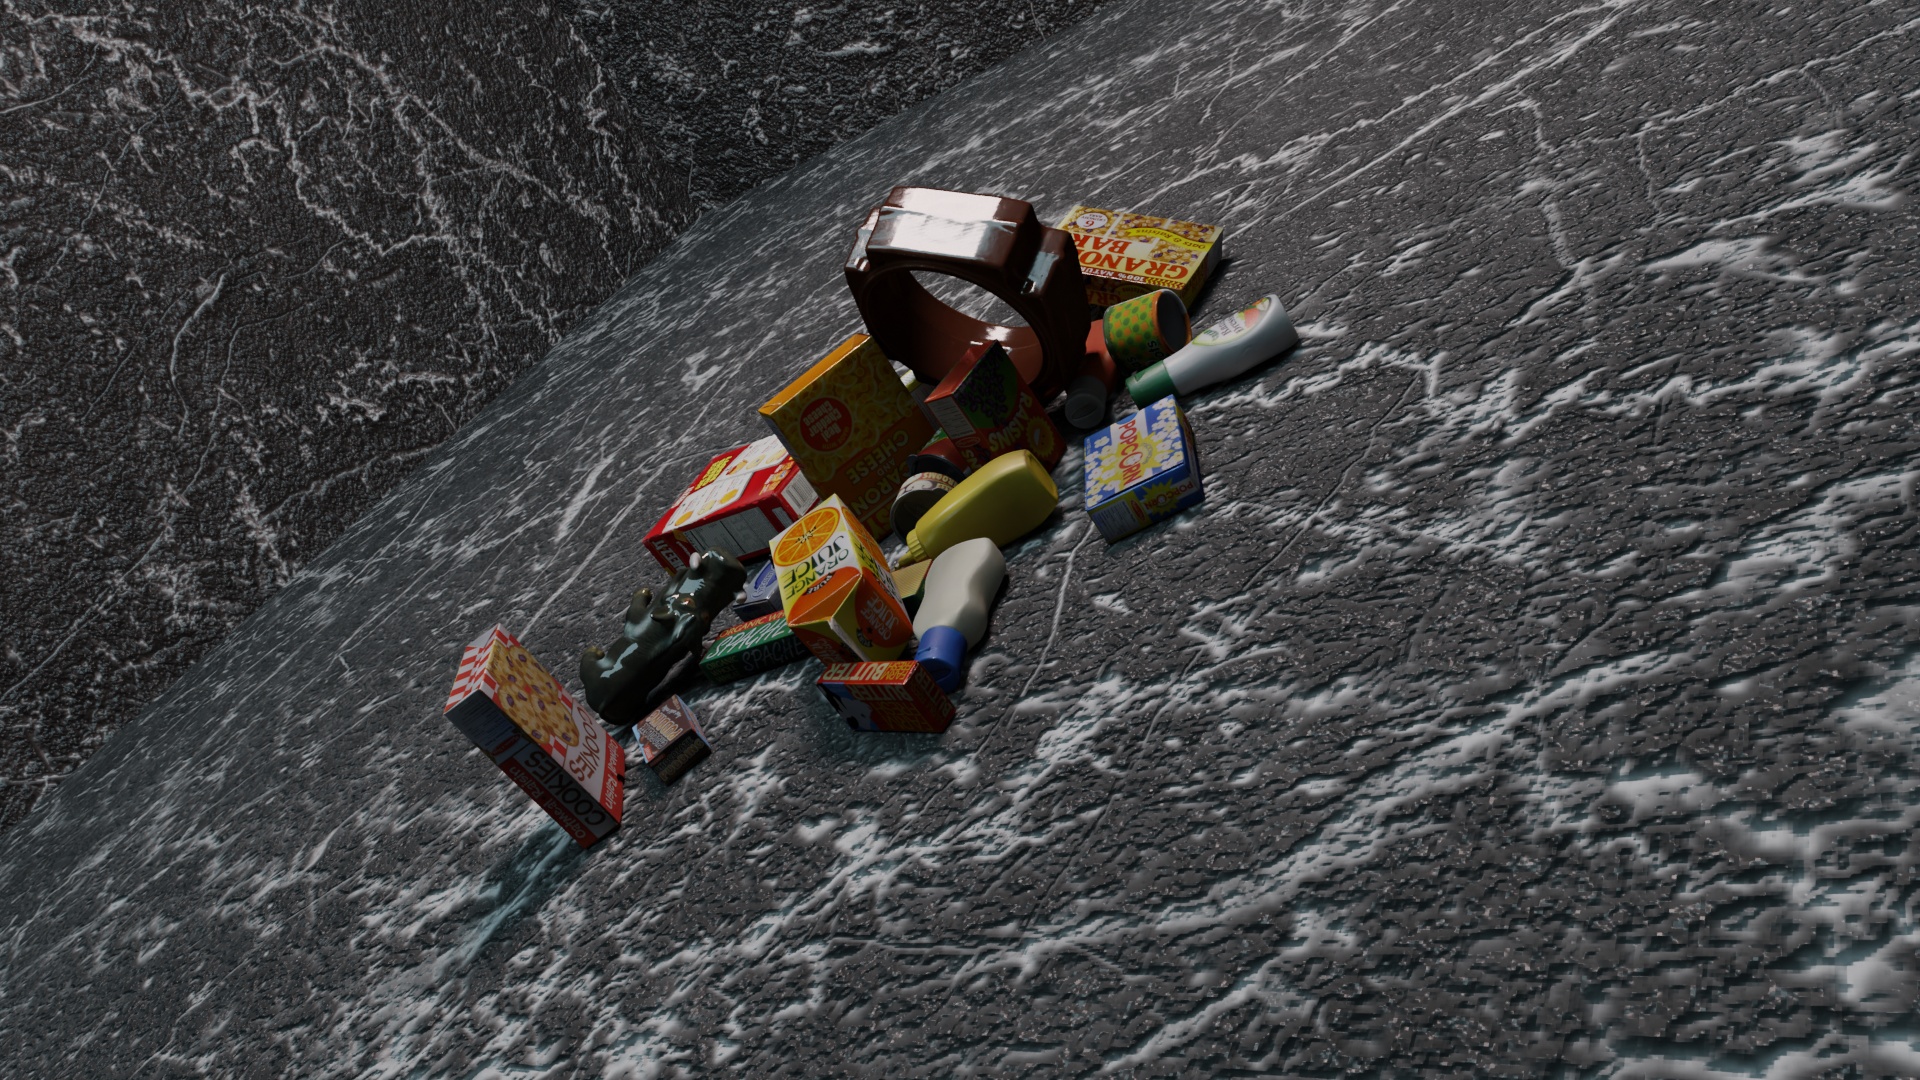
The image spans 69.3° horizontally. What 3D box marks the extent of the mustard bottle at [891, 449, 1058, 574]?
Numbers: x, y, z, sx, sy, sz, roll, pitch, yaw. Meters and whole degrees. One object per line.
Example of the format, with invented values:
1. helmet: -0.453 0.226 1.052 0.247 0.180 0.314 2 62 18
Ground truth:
1. mustard bottle: 0.004 -0.015 1.174 0.160 0.065 0.049 -31 21 18

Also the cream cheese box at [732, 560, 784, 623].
1. cream cheese box: -0.173 0.036 1.351 0.053 0.024 0.104 -12 32 41

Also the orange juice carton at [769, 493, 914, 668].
1. orange juice carton: -0.095 0.045 1.108 0.073 0.071 0.193 -36 29 5

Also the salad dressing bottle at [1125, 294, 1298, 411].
1. salad dressing bottle: 0.215 -0.157 1.197 0.147 0.044 0.064 -28 25 14

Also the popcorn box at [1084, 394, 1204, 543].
1. popcorn box: 0.144 -0.058 1.107 0.085 0.038 0.127 -27 25 18

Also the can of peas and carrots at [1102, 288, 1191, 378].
1. can of peas and carrots: 0.174 -0.192 1.292 0.058 0.070 0.071 -14 31 38

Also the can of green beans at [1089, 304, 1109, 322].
1. can of green beans: 0.121 -0.254 1.482 0.071 0.057 0.071 -28 24 14

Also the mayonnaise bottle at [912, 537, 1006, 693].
1. mayonnaise bottle: -0.006 0.058 1.076 0.064 0.041 0.149 -24 27 26

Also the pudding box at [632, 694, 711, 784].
1. pudding box: -0.247 0.169 1.185 0.050 0.030 0.084 -38 24 -8

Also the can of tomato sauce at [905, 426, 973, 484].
1. can of tomato sauce: -0.001 -0.079 1.292 0.071 0.071 0.083 -10 32 43

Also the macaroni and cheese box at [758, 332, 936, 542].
1. macaroni and cheese box: -0.092 -0.092 1.314 0.124 0.166 0.040 -40 24 -13

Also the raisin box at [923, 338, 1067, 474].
1. raisin box: 0.034 -0.102 1.226 0.040 0.123 0.086 -12 31 44

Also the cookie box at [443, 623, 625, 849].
1. cookie box: -0.349 0.162 1.160 0.040 0.167 0.123 -36 23 4

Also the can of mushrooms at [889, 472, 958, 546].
1. can of mushrooms: -0.025 -0.026 1.225 0.071 0.071 0.034 -23 24 24

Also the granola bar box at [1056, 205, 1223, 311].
1. granola bar box: 0.169 -0.285 1.416 0.165 0.038 0.125 15 47 24

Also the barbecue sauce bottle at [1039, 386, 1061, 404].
1. barbecue sauce bottle: 0.049 -0.168 1.432 0.065 0.043 0.148 -43 25 -17

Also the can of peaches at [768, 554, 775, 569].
1. can of peaches: -0.133 0.021 1.278 0.058 0.071 0.071 -41 24 -15

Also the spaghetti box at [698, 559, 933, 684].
1. spaghetti box: -0.124 0.074 1.210 0.249 0.028 0.050 -19 27 30

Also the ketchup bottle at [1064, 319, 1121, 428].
1. ketchup bottle: 0.123 -0.157 1.314 0.064 0.043 0.149 -26 25 25

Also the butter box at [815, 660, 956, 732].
1. butter box: -0.055 0.114 1.016 0.103 0.053 0.024 -7 37 46
